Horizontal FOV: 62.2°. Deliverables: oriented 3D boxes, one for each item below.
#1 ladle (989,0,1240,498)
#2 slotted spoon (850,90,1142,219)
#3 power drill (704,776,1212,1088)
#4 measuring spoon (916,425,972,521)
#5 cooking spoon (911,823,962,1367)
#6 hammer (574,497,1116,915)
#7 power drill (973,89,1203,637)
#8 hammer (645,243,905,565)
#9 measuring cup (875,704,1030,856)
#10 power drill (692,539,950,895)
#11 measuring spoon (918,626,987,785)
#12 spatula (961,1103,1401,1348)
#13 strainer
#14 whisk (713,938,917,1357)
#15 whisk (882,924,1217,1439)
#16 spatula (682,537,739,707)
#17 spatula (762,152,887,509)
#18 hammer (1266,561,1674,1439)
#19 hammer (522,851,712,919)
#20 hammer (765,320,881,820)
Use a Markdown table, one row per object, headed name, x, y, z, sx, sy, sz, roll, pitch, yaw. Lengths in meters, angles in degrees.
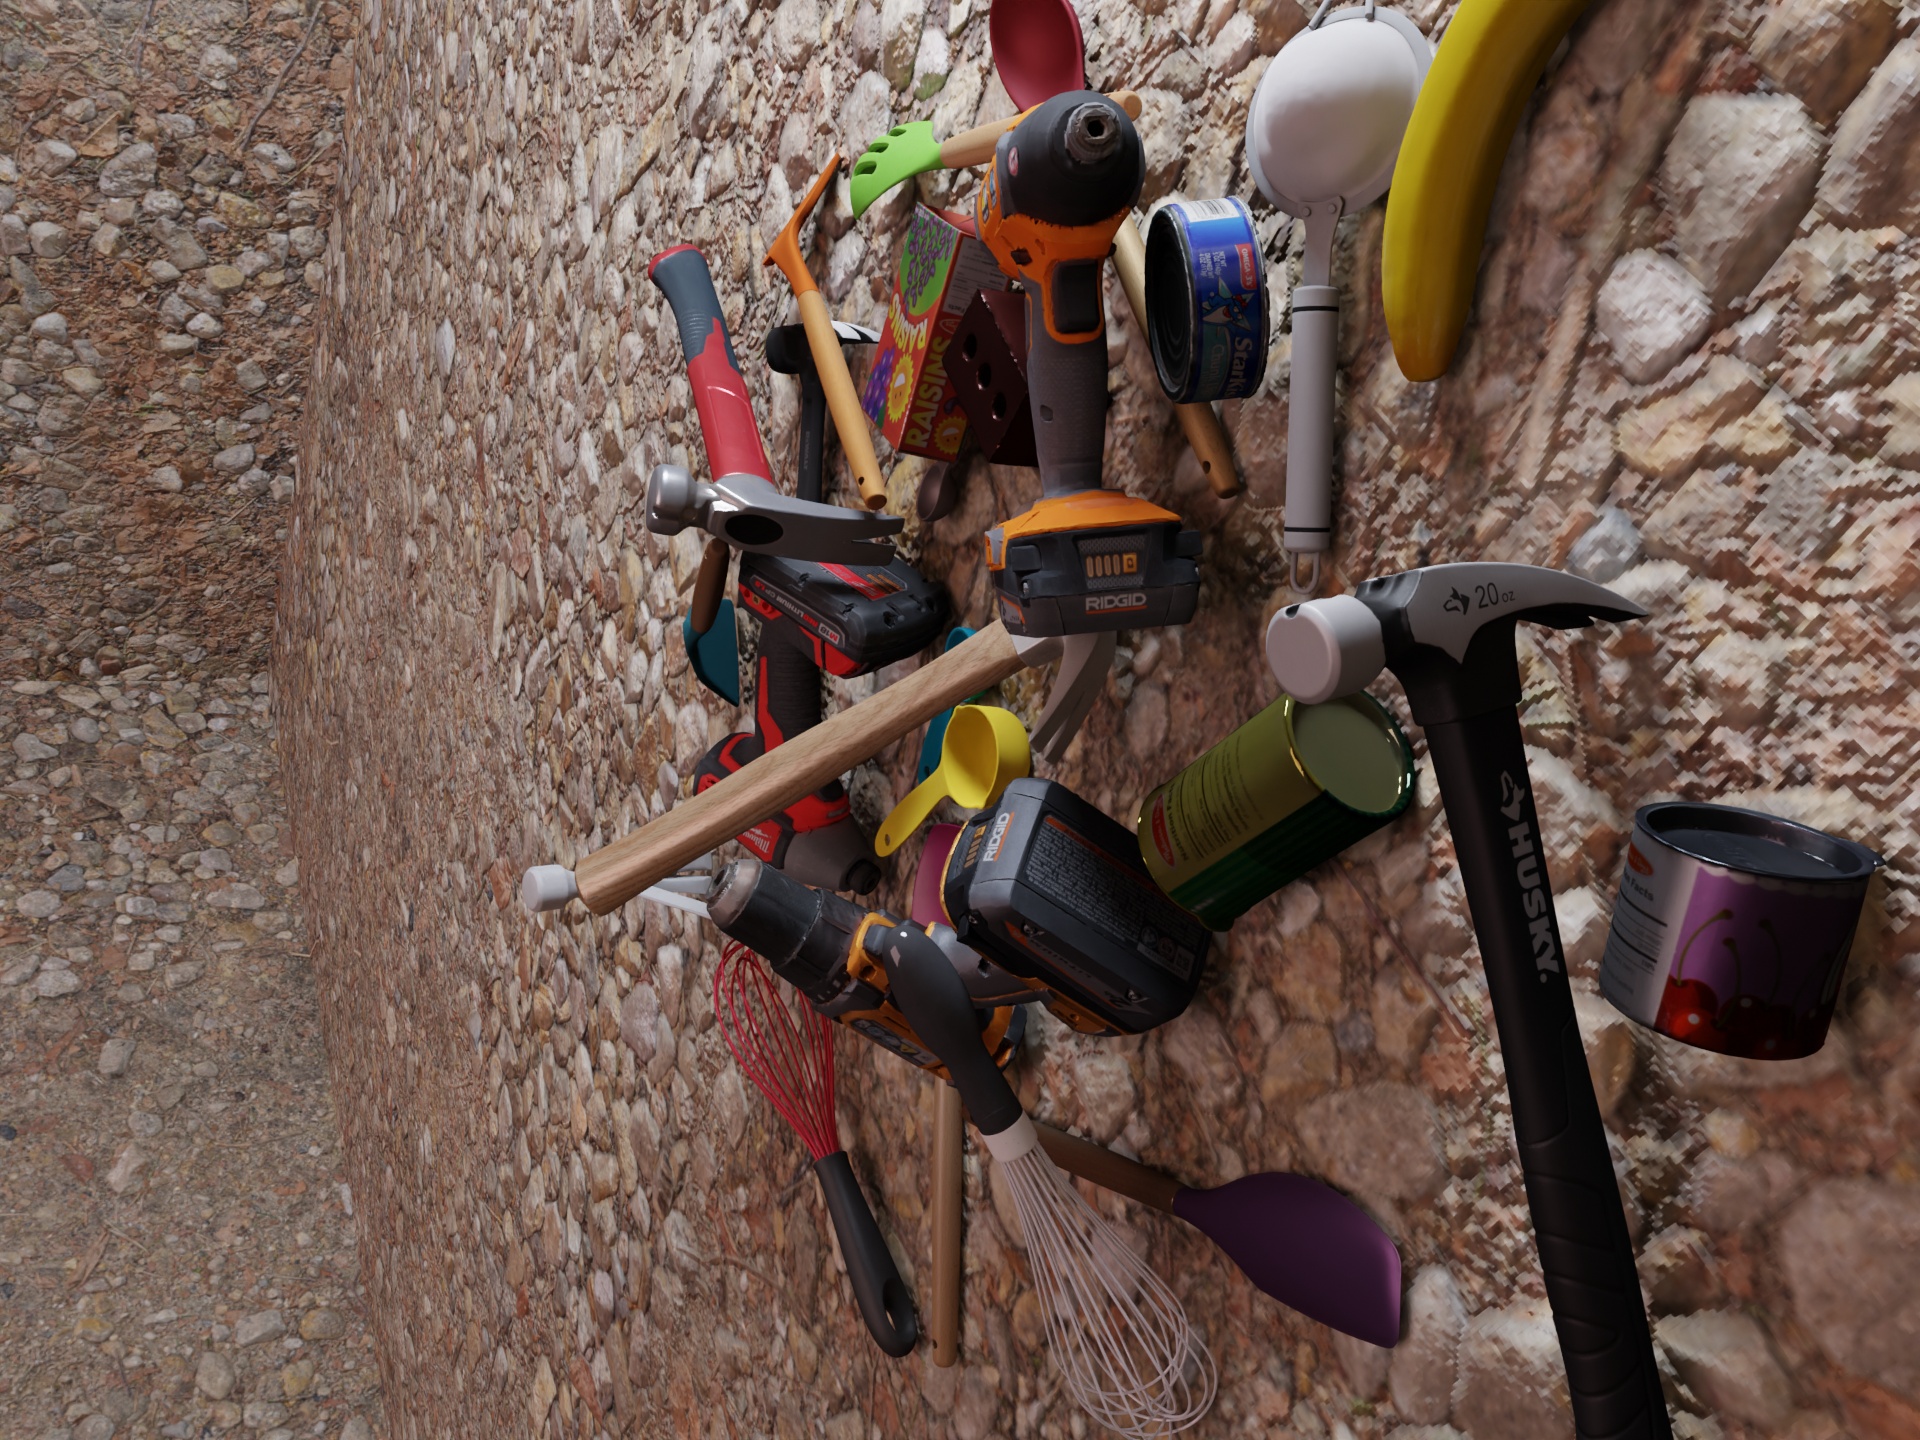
| name | x | y | z | sx | sy | sz | roll | pitch | yaw |
| --- | --- | --- | --- | --- | --- | --- | --- | --- | --- |
| ladle | 0.076 | -0.241 | 0.774 | 0.069 | 0.031 | 0.316 | 123 | 134 | -57 |
| slotted spoon | 0.008 | -0.302 | 0.834 | 0.070 | 0.031 | 0.314 | -54 | 28 | -6 |
| power drill | -0.010 | 0.103 | 0.781 | 0.226 | 0.185 | 0.084 | -34 | 28 | 51 |
| measuring spoon | 0.008 | -0.164 | 0.902 | 0.124 | 0.018 | 0.034 | -59 | 30 | 31 |
| cooking spoon | -0.007 | 0.219 | 0.928 | 0.069 | 0.017 | 0.319 | 4 | 94 | 54 |
| hammer | -0.067 | 0.017 | 0.835 | 0.331 | 0.031 | 0.130 | -30 | 55 | 15 |
| power drill | 0.051 | -0.152 | 0.693 | 0.164 | 0.084 | 0.226 | -144 | 49 | -83 |
| hammer | -0.141 | -0.215 | 1.018 | 0.387 | 0.143 | 0.038 | -111 | 35 | -51 |
| measuring cup | -0.006 | 0.043 | 0.913 | 0.156 | 0.029 | 0.062 | -45 | 52 | 50 |
| power drill | -0.088 | 0.001 | 0.979 | 0.143 | 0.078 | 0.219 | 35 | 126 | 26 |
| measuring spoon | -0.001 | -0.003 | 0.922 | 0.128 | 0.021 | 0.042 | 109 | 145 | -45 |
| spatula | 0.091 | 0.223 | 0.769 | 0.316 | 0.018 | 0.060 | 2 | 91 | 57 |
| strainer | 0.146 | -0.181 | 0.652 | 0.087 | 0.050 | 0.258 | 8 | 102 | 44 |
| whisk | -0.091 | 0.267 | 1.033 | 0.073 | 0.073 | 0.296 | -55 | 51 | 44 |
| whisk | 0.037 | 0.213 | 0.721 | 0.070 | 0.070 | 0.284 | -7 | 114 | 58 |
| spatula | -0.157 | -0.073 | 1.041 | 0.317 | 0.044 | 0.082 | 142 | 124 | -75 |
| spatula | -0.079 | -0.237 | 0.964 | 0.081 | 0.041 | 0.323 | -46 | 45 | 31 |
| hammer | 0.196 | 0.111 | 0.524 | 0.035 | 0.146 | 0.335 | -10 | 94 | 59 |
| hammer | -0.149 | 0.131 | 1.069 | 0.406 | 0.144 | 0.035 | 5 | 97 | 53 |
| hammer | -0.100 | -0.094 | 1.058 | 0.127 | 0.034 | 0.337 | 18 | 106 | 58 |
